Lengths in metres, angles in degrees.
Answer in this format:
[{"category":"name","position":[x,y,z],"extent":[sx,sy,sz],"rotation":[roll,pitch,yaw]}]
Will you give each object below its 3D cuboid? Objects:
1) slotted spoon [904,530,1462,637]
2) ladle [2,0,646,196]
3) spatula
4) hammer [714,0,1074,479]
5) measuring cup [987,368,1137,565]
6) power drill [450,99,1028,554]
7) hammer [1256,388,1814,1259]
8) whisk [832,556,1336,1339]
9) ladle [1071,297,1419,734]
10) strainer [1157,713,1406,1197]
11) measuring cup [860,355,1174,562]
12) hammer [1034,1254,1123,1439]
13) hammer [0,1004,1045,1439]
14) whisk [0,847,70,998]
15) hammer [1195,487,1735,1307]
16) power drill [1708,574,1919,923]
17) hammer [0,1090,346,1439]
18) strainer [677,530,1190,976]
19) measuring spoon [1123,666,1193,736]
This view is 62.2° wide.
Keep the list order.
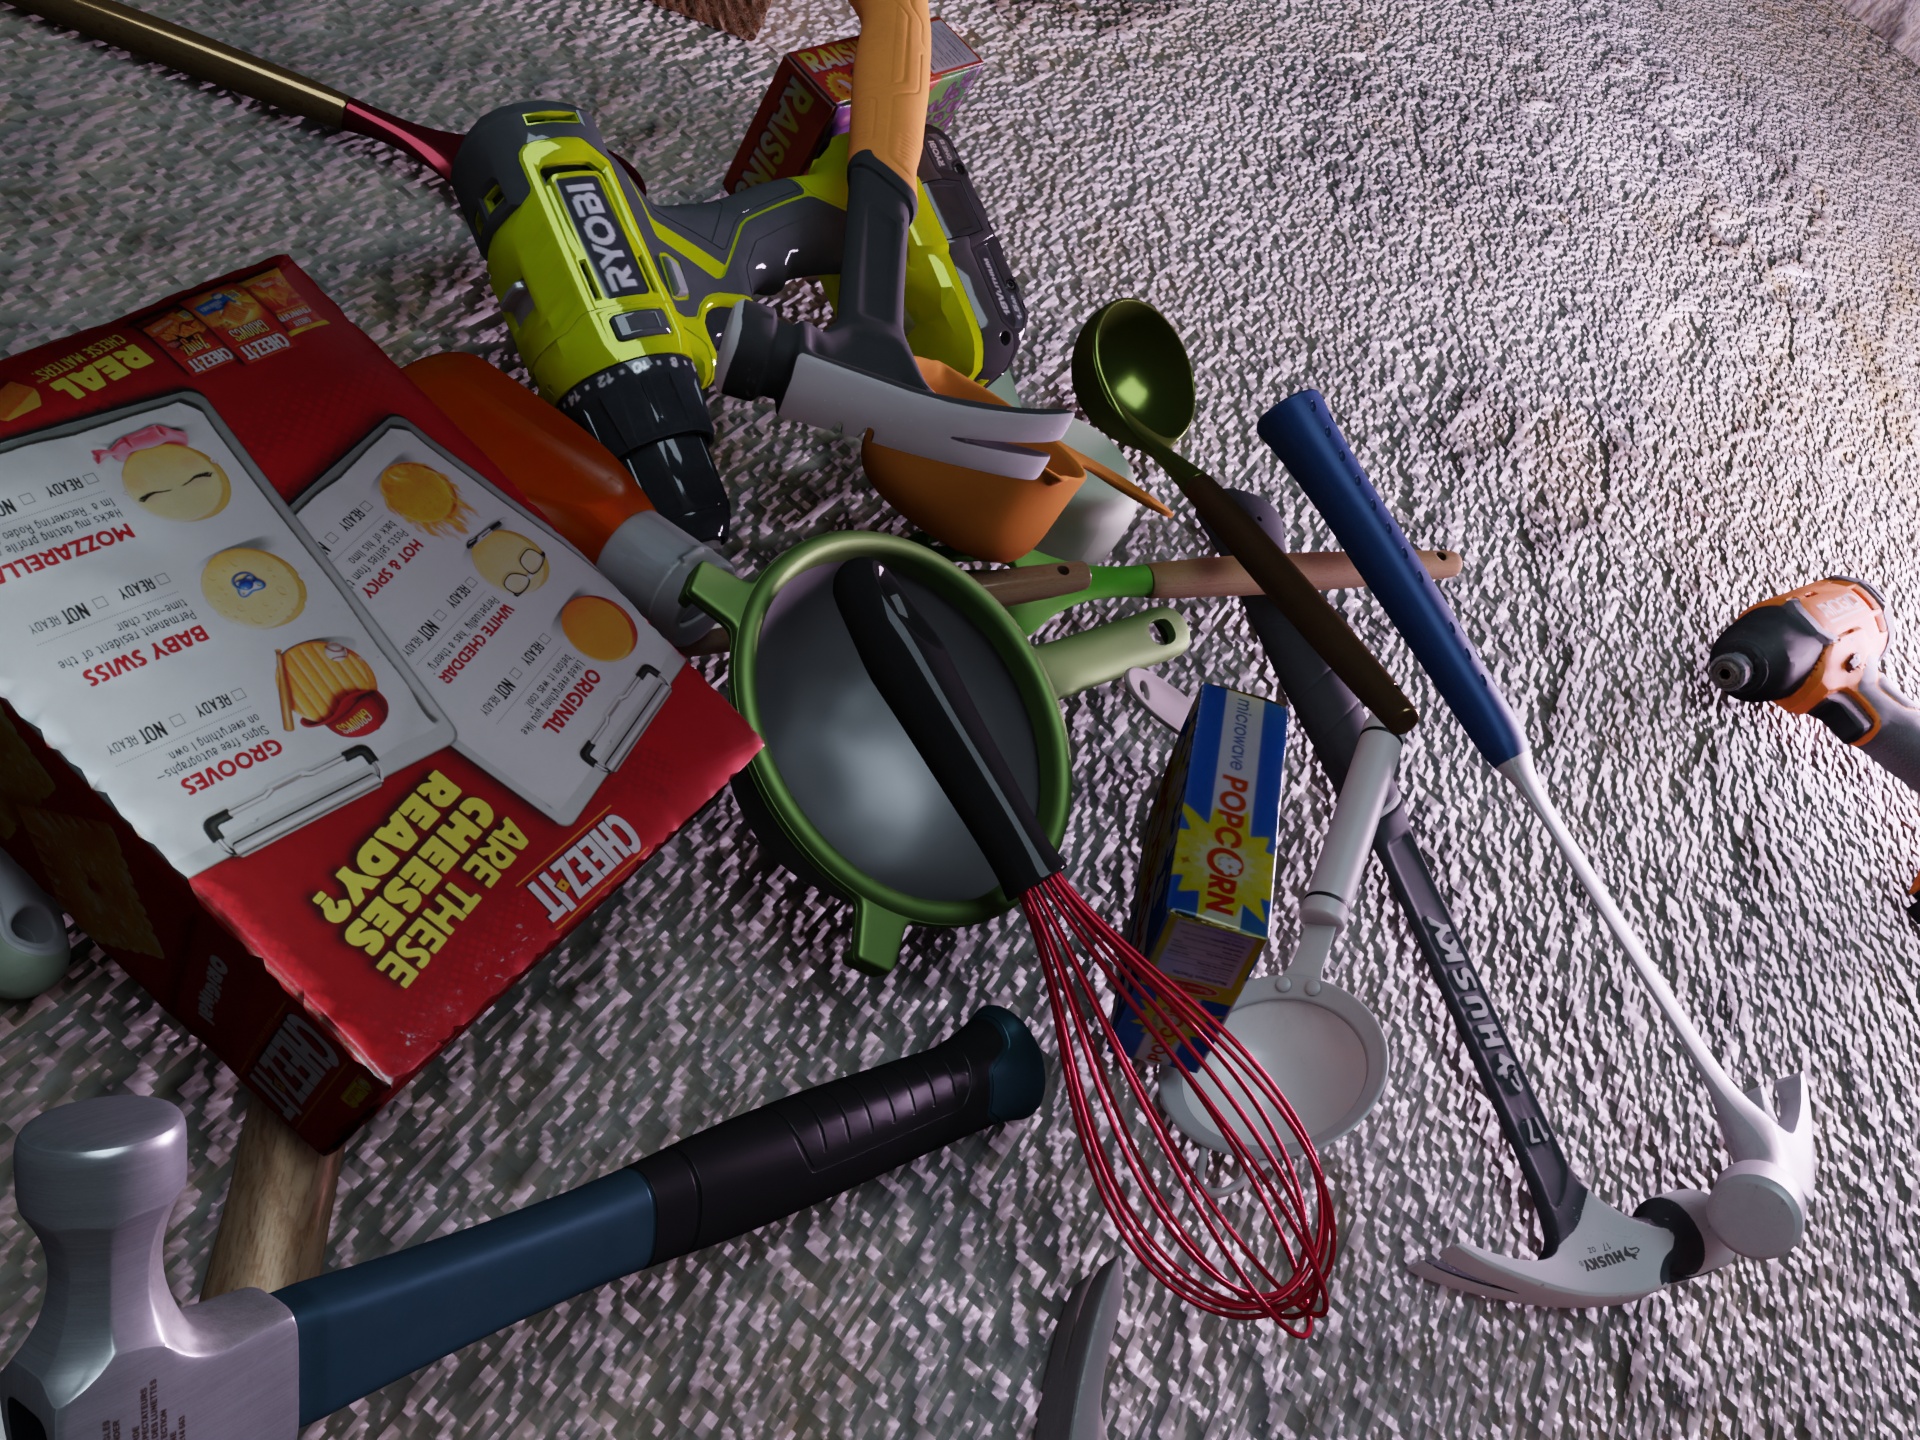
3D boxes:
[{"category":"slotted spoon","position":[0.107,-0.068,0.734],"extent":[0.313,0.031,0.070],"rotation":[-5,58,-25]},{"category":"ladle","position":[-0.293,-0.273,0.688],"extent":[0.315,0.031,0.069],"rotation":[18,53,-16]},{"category":"spatula","position":[-0.086,-0.037,0.611],"extent":[0.316,0.018,0.060],"rotation":[-11,62,-26]},{"category":"hammer","position":[-0.024,-0.233,0.666],"extent":[0.127,0.034,0.337],"rotation":[14,48,-16]},{"category":"measuring cup","position":[0.035,-0.151,0.777],"extent":[0.083,0.038,0.168],"rotation":[-2,60,-31]},{"category":"power drill","position":[-0.084,-0.173,0.691],"extent":[0.228,0.080,0.190],"rotation":[-21,85,-38]},{"category":"hammer","position":[0.253,0.027,0.709],"extent":[0.144,0.035,0.406],"rotation":[-8,65,-58]},{"category":"whisk","position":[0.036,0.071,0.530],"extent":[0.073,0.073,0.296],"rotation":[-24,79,-40]},{"category":"ladle","position":[0.127,-0.102,0.720],"extent":[0.078,0.062,0.321],"rotation":[27,23,-36]},{"category":"strainer","position":[0.146,0.086,0.638],"extent":[0.259,0.087,0.050],"rotation":[-62,141,-33]},{"category":"measuring cup","position":[0.029,-0.097,0.686],"extent":[0.173,0.052,0.095],"rotation":[16,27,-48]},{"category":"hammer","position":[0.187,0.300,0.526],"extent":[0.359,0.036,0.149],"rotation":[22,48,-14]},{"category":"hammer","position":[-0.079,0.130,0.433],"extent":[0.331,0.033,0.128],"rotation":[-6,102,-53]},{"category":"whisk","position":[-0.308,-0.030,0.482],"extent":[0.057,0.059,0.246],"rotation":[10,51,-60]},{"category":"hammer","position":[0.192,0.059,0.715],"extent":[0.149,0.036,0.409],"rotation":[-1,57,-30]},{"category":"power drill","position":[0.536,0.019,0.918],"extent":[0.164,0.084,0.227],"rotation":[-15,61,-37]},{"category":"hammer","position":[-0.189,0.077,0.469],"extent":[0.130,0.031,0.332],"rotation":[13,54,-21]},{"category":"strainer","position":[-0.001,-0.002,0.626],"extent":[0.256,0.069,0.151],"rotation":[-20,83,-47]},{"category":"measuring spoon","position":[0.097,0.006,0.677],"extent":[0.124,0.018,0.034],"rotation":[32,47,-47]}]
